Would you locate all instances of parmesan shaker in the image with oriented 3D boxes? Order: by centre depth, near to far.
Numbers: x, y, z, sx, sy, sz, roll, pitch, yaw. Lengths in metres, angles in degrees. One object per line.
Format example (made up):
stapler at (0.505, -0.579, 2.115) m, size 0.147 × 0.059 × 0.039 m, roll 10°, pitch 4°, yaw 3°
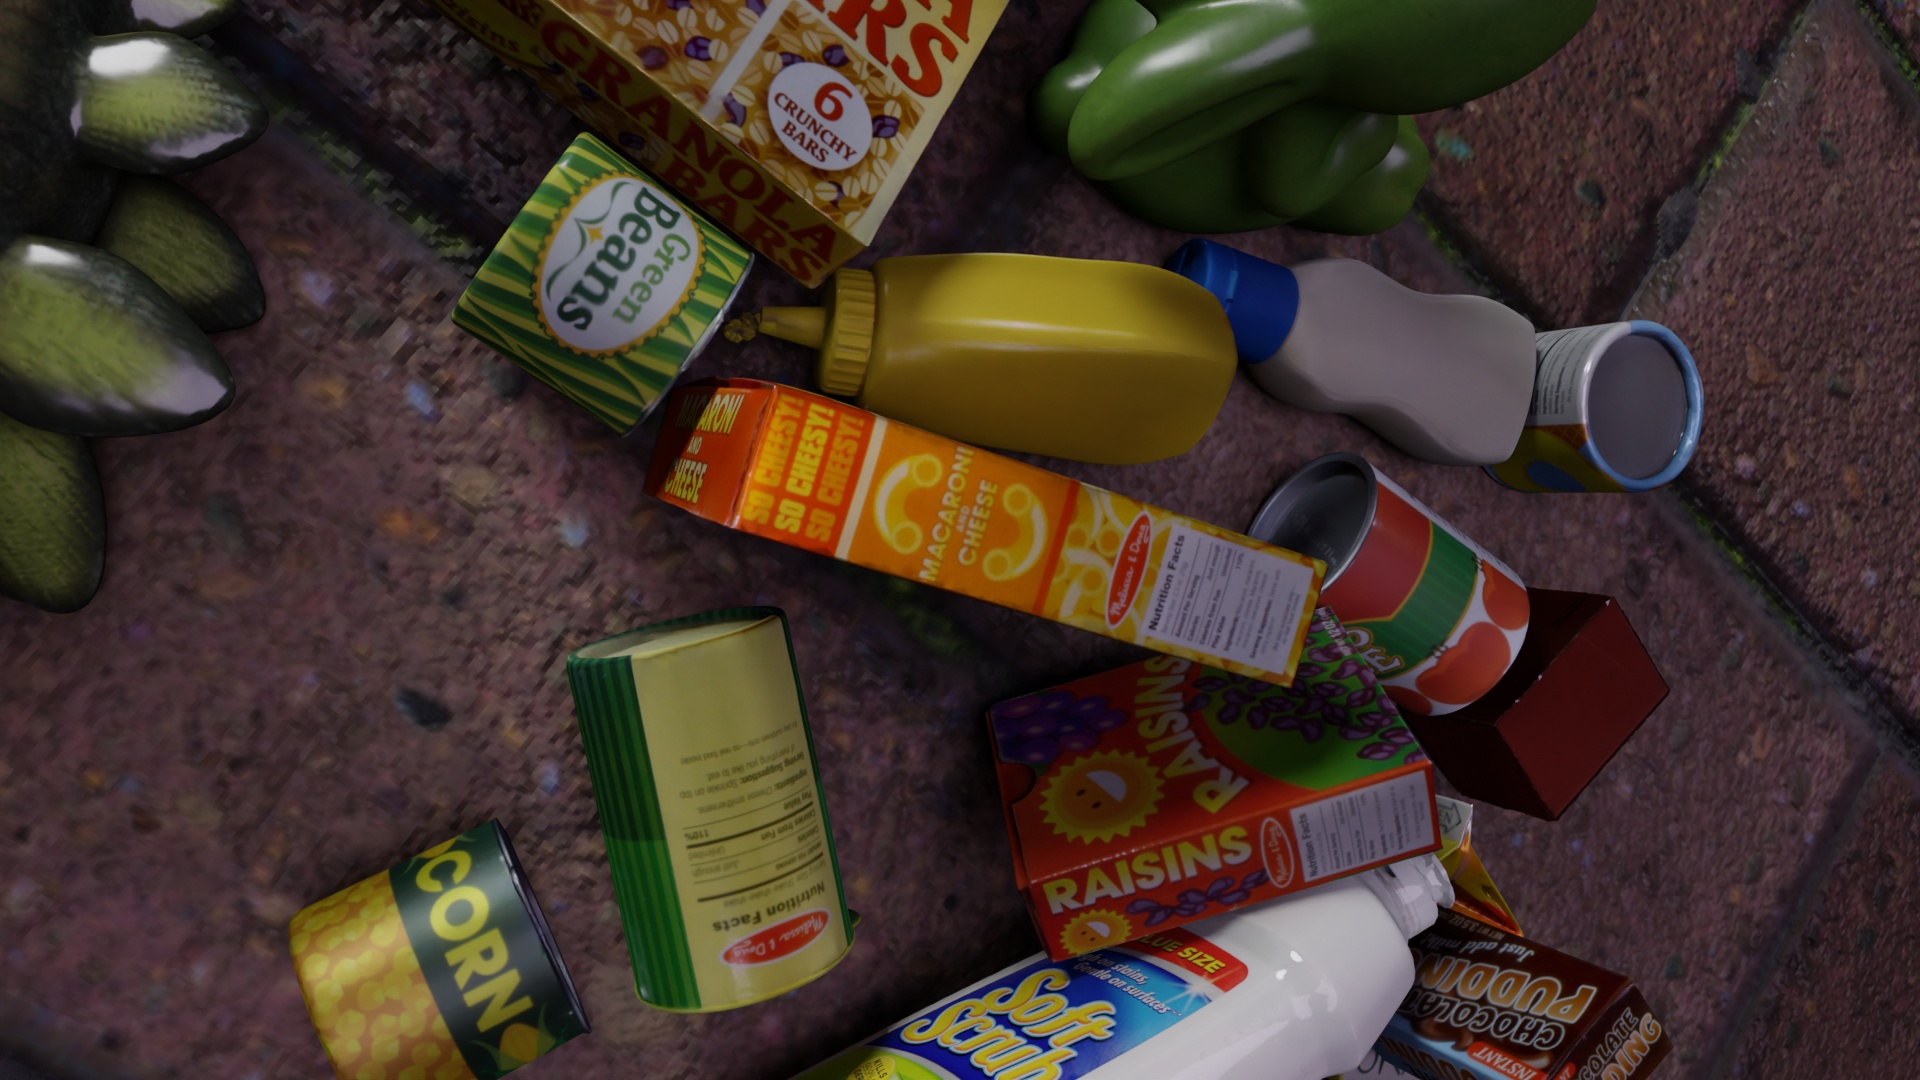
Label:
parmesan shaker at (-0.072, 0.076, 0.413) m, size 0.071 × 0.071 × 0.103 m, roll -13°, pitch 96°, yaw -22°

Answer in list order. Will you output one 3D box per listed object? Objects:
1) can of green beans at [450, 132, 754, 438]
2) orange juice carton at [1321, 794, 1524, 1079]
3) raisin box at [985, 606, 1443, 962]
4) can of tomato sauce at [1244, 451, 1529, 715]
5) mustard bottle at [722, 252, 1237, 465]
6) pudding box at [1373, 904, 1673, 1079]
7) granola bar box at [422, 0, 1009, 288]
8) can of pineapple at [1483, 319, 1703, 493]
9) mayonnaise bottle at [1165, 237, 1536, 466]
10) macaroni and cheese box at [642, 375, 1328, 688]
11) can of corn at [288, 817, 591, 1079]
can of green beans at (-0.101, -0.072, 0.395) m, size 0.058 × 0.071 × 0.071 m, roll 36°, pitch 79°, yaw -20°
orange juice carton at (0.142, 0.183, 0.503) m, size 0.073 × 0.072 × 0.192 m, roll 12°, pitch 87°, yaw -23°
raisin box at (0.075, 0.074, 0.439) m, size 0.123 × 0.086 × 0.040 m, roll -17°, pitch 122°, yaw 2°
can of tomato sauce at (0.152, 0.018, 0.506) m, size 0.083 × 0.071 × 0.071 m, roll 32°, pitch 80°, yaw -21°
mustard bottle at (0.005, -0.062, 0.443) m, size 0.160 × 0.065 × 0.049 m, roll 6°, pitch 50°, yaw -16°
pudding box at (0.165, 0.148, 0.426) m, size 0.050 × 0.083 × 0.030 m, roll -39°, pitch 104°, yaw -16°
granola bar box at (-0.075, -0.171, 0.402) m, size 0.165 × 0.039 × 0.125 m, roll 35°, pitch 62°, yaw -20°
can of pineapple at (0.247, -0.051, 0.548) m, size 0.071 × 0.058 × 0.071 m, roll -1°, pitch 92°, yaw -23°
mayonnaise bottle at (0.143, -0.073, 0.513) m, size 0.148 × 0.041 × 0.065 m, roll 14°, pitch 85°, yaw -22°
macaroni and cheese box at (0.001, -0.005, 0.408) m, size 0.166 × 0.124 × 0.040 m, roll 17°, pitch 89°, yaw -23°
can of corn at (-0.142, 0.118, 0.381) m, size 0.058 × 0.071 × 0.071 m, roll -24°, pitch 101°, yaw -20°
